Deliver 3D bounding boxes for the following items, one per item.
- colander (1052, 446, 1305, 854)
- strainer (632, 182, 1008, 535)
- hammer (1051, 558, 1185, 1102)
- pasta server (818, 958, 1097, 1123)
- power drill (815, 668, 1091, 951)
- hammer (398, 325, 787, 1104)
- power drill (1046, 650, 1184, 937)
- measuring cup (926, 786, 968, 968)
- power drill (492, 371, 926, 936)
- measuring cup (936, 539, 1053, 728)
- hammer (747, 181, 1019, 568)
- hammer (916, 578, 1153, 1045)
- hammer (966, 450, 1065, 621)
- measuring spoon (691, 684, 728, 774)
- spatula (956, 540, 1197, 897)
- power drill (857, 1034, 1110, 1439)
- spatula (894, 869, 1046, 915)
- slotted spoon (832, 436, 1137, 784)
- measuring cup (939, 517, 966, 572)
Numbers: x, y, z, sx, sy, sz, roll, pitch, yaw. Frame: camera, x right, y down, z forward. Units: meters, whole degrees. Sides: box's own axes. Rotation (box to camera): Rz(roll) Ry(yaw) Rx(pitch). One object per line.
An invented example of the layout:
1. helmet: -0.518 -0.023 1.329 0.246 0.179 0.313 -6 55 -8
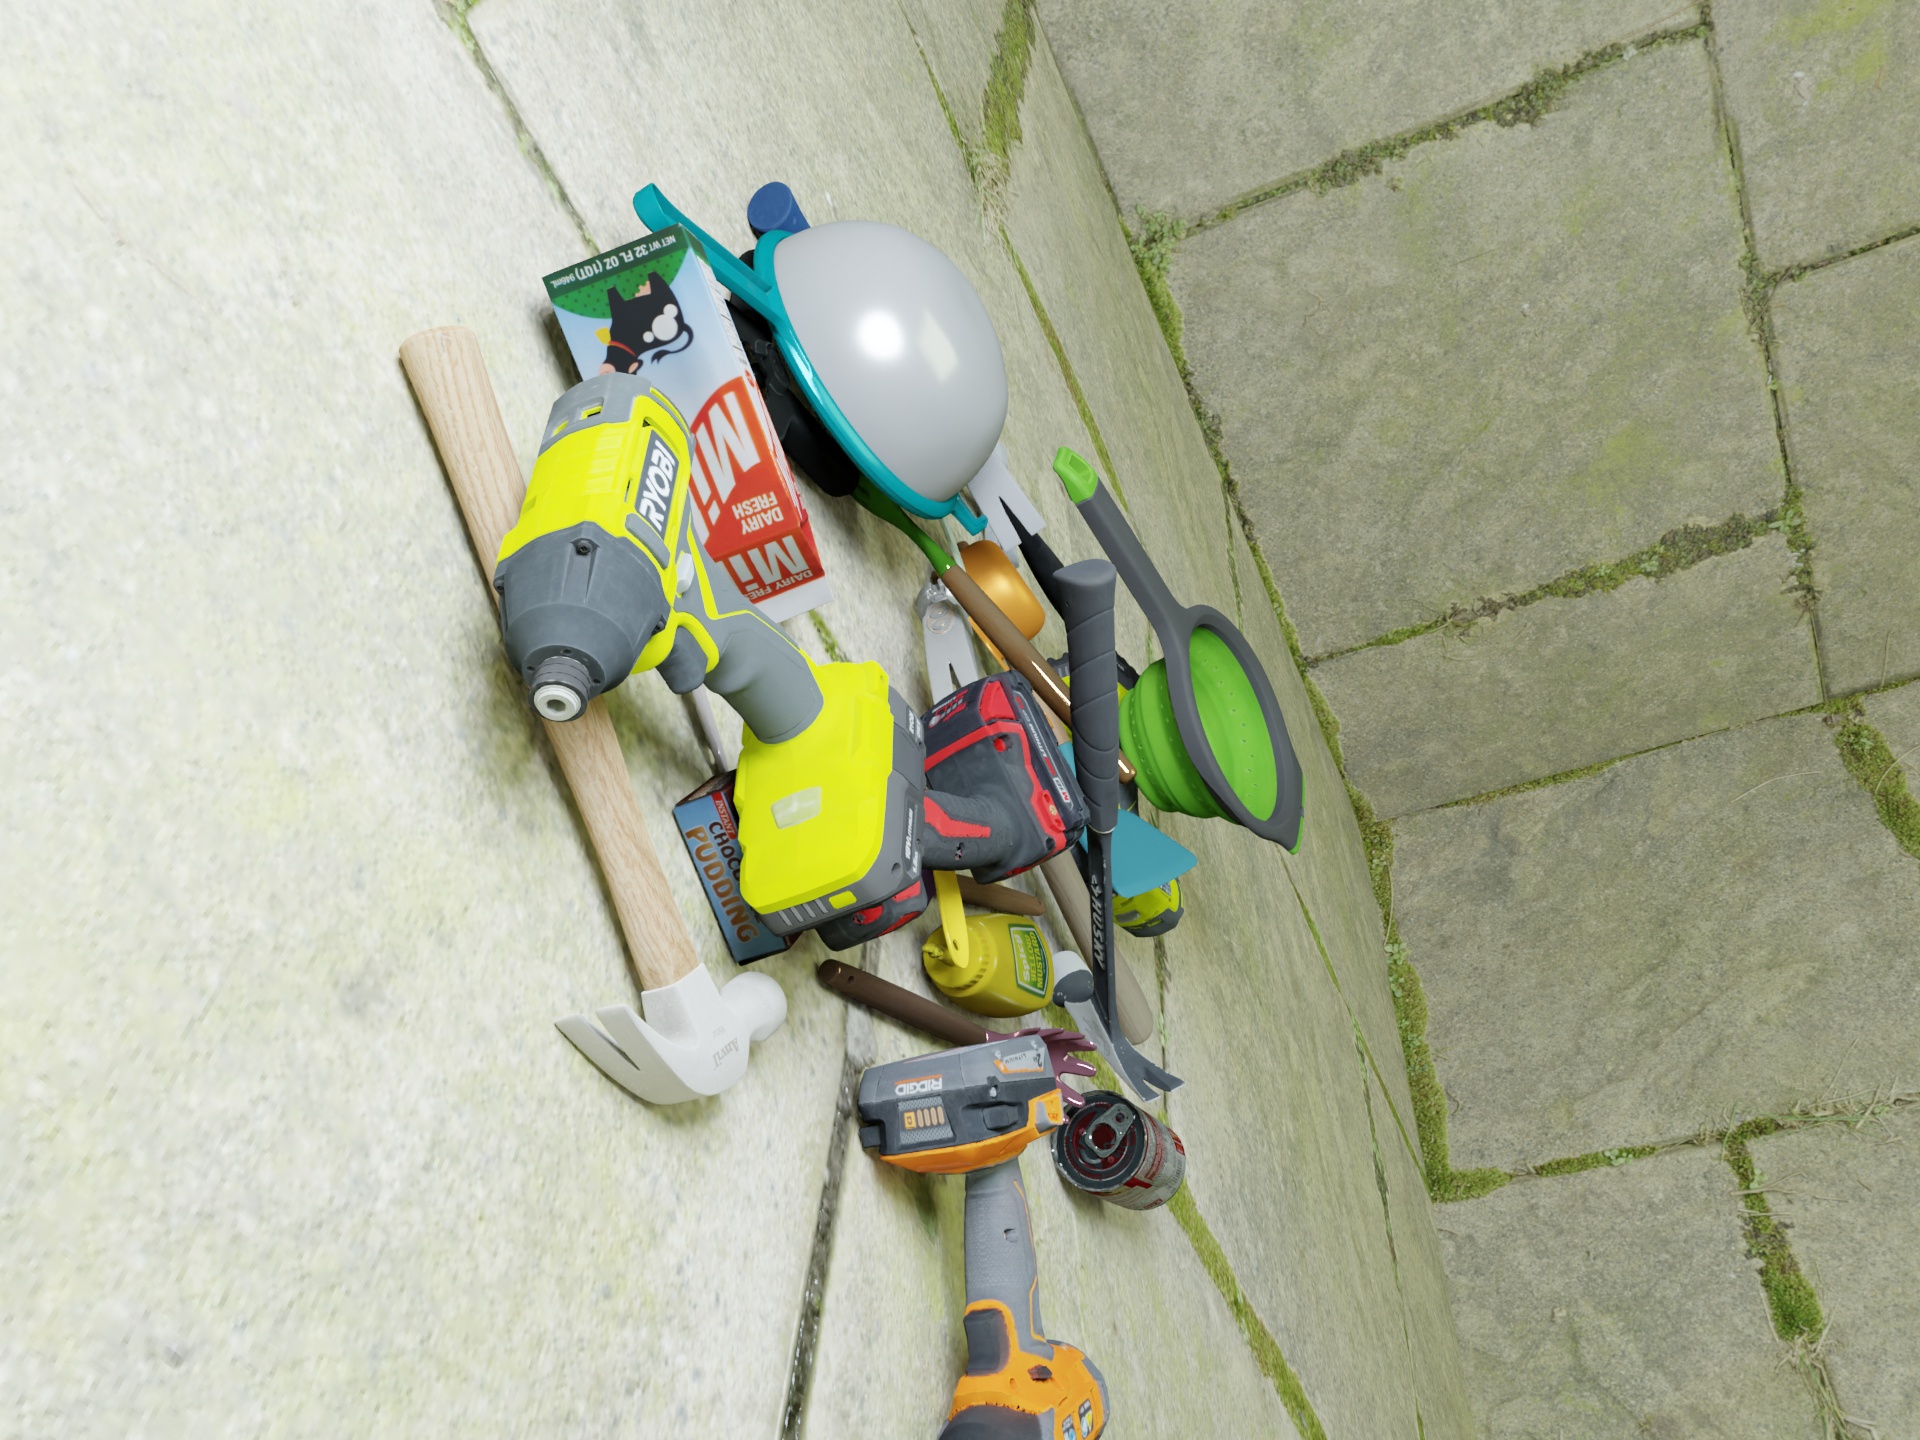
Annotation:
1. colander: 0.152 -0.046 1.295 0.396 0.094 0.205 54 33 -26
2. strainer: -0.059 -0.252 0.955 0.340 0.095 0.211 23 42 -61
3. hammer: 0.088 0.075 0.994 0.149 0.036 0.408 49 -26 46
4. pasta server: 0.005 0.187 0.951 0.316 0.040 0.060 40 69 -56
5. power drill: -0.027 0.037 0.881 0.219 0.078 0.143 -10 72 -58
6. hammer: -0.159 0.000 0.653 0.130 0.031 0.331 -34 105 -72
7. power drill: 0.118 0.056 1.348 0.190 0.080 0.229 38 40 -52
8. measuring cup: -0.023 0.081 0.956 0.062 0.029 0.157 28 41 -48
9. power drill: -0.103 -0.014 0.666 0.223 0.080 0.171 52 26 -39
10. measuring cup: 0.044 -0.066 1.182 0.174 0.052 0.095 57 5 37
11. hammer: -0.044 -0.254 1.219 0.405 0.035 0.144 45 32 -55
12. hammer: 0.064 0.096 1.157 0.146 0.038 0.410 -99 165 -58
13. hammer: 0.061 -0.132 1.259 0.146 0.035 0.334 61 7 30
14. measuring spoon: -0.139 -0.026 0.771 0.034 0.018 0.124 -104 177 -70
15. spatula: 0.074 -0.008 1.244 0.082 0.044 0.318 -20 77 -33
16. power drill: 0.012 0.285 0.817 0.164 0.084 0.226 16 63 -68
17. spatula: -0.003 0.110 1.031 0.315 0.018 0.060 26 40 -65
18. slotted spoon: 0.009 -0.079 1.037 0.314 0.031 0.070 50 -9 14
19. measuring cup: -0.041 -0.168 1.119 0.083 0.038 0.167 -14 82 -82
